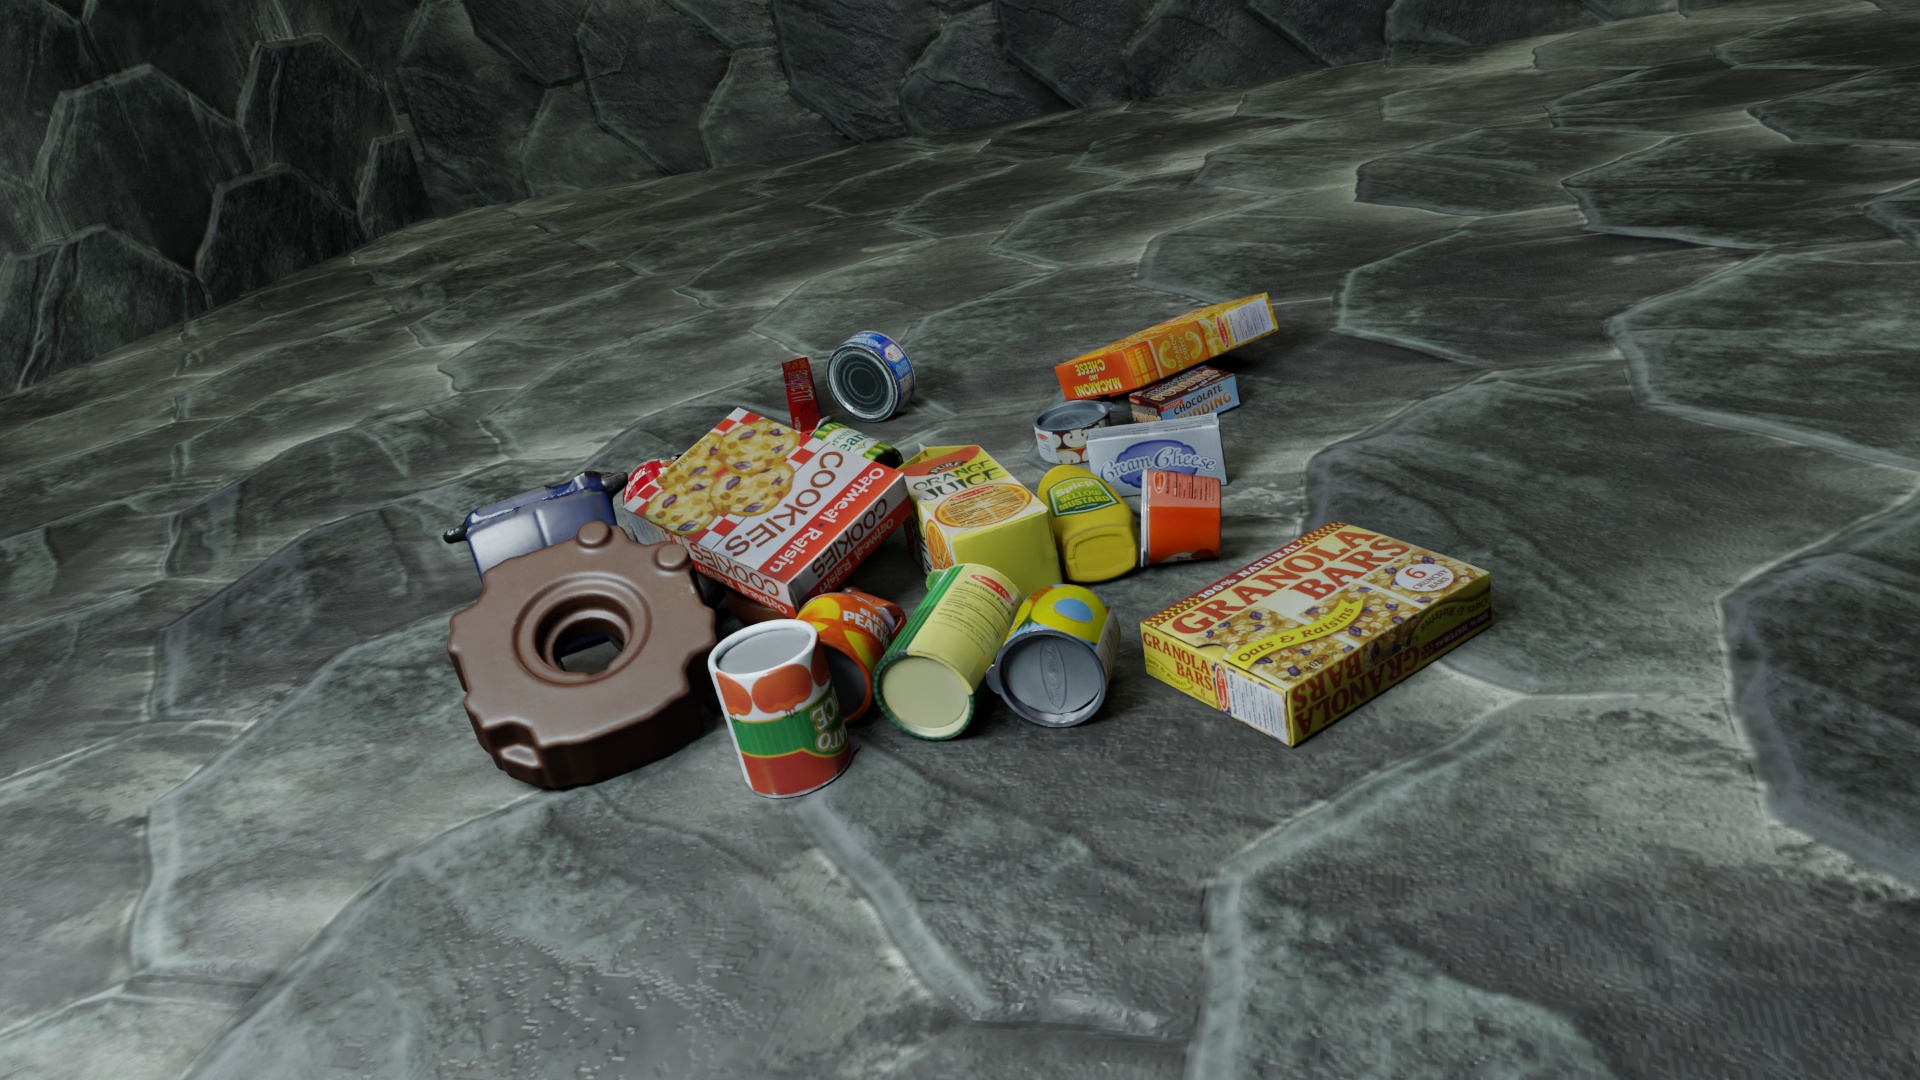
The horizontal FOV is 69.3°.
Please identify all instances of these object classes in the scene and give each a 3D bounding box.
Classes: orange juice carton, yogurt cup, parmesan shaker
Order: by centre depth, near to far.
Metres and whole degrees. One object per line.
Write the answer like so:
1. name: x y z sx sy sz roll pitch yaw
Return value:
1. parmesan shaker: -0.008 0.066 0.851 0.071 0.071 0.103 -2 27 23
2. yogurt cup: 0.152 -0.016 0.960 0.054 0.072 0.073 0 26 9
3. orange juice carton: 0.004 -0.013 1.012 0.073 0.071 0.193 -18 25 -12

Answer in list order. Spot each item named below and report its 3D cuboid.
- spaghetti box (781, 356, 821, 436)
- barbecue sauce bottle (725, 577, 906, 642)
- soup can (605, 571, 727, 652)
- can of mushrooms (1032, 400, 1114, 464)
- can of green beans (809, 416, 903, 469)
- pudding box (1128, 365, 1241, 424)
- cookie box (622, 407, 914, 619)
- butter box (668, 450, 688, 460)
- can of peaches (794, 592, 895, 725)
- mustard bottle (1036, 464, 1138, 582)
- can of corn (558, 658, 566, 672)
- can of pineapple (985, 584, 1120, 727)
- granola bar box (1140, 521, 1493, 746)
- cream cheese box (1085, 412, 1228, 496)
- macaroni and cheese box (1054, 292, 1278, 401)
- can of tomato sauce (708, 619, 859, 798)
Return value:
1. spaghetti box: -0.150 -0.122 1.349 0.029 0.050 0.251 -14 24 -4
2. barbecue sauce bottle: -0.099 0.045 0.971 0.148 0.043 0.065 15 47 45
3. soup can: -0.211 0.039 1.008 0.071 0.071 0.084 -4 26 19
4. can of mushrooms: 0.100 -0.093 1.186 0.071 0.033 0.071 -11 24 5
5. can of green beans: -0.085 -0.051 1.061 0.058 0.071 0.071 24 40 25
6. pudding box: 0.195 -0.123 1.207 0.084 0.030 0.050 -22 25 -20
7. cookie box: -0.135 -0.022 0.981 0.167 0.040 0.123 22 54 33
8. butter box: -0.221 -0.081 1.326 0.104 0.024 0.053 -24 27 -23
9. can of peaches: -0.078 0.074 0.869 0.071 0.071 0.058 -6 25 14
10. mustard bottle: 0.085 -0.021 1.019 0.065 0.048 0.161 -12 24 -4
11. can of corn: -0.307 0.085 0.956 0.058 0.071 0.071 -22 26 -19
12. can of pineapple: 0.057 0.067 0.821 0.071 0.070 0.058 -4 24 18
13. granola bar box: 0.209 0.048 0.821 0.166 0.039 0.124 -25 27 -25
14. cream cheese box: 0.152 -0.065 1.075 0.104 0.053 0.024 -6 27 14
15. macaroni and cheese box: 0.189 -0.176 1.279 0.167 0.040 0.123 -25 10 -24
16. can of tomato sauce: -0.103 0.097 0.813 0.071 0.082 0.071 -11 24 5
